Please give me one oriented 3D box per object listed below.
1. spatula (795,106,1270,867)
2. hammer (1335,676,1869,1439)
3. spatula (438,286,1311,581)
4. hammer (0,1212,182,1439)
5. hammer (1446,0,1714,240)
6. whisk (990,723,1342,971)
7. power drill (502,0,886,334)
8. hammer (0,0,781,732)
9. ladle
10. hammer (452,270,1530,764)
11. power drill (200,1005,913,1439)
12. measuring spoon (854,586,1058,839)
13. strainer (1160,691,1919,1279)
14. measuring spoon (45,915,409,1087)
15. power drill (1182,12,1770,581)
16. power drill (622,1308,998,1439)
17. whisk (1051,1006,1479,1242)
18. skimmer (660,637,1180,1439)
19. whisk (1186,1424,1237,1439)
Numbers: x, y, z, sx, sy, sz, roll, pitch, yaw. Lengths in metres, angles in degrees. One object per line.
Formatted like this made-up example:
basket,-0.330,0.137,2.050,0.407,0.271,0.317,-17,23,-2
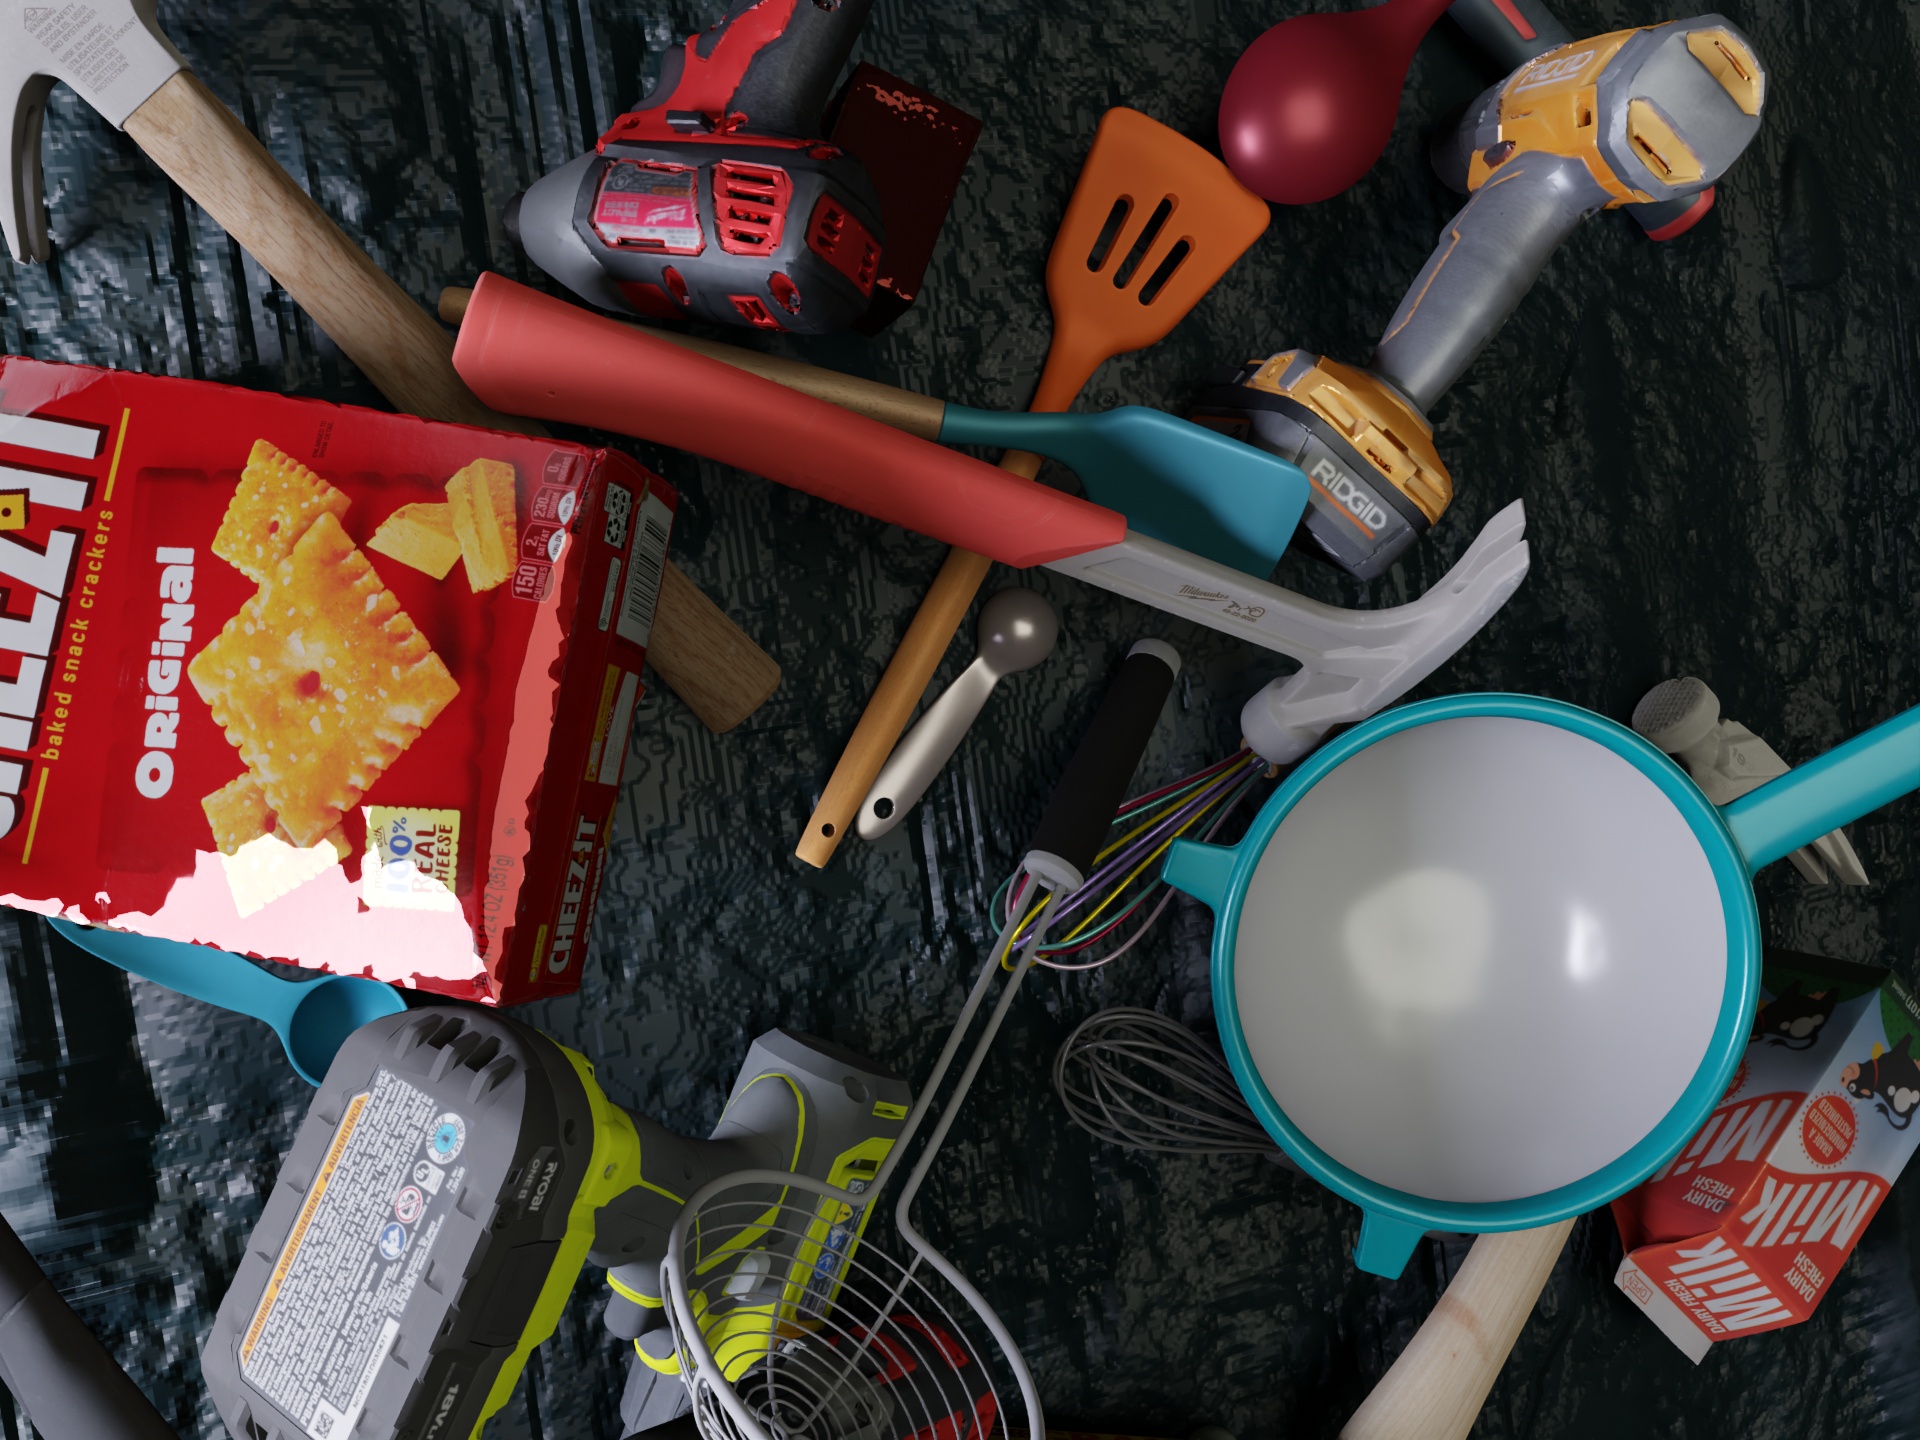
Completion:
spatula,0.017,-0.087,0.630,0.081,0.041,0.323,30,81,-13
hammer,0.282,0.182,0.709,0.146,0.038,0.411,41,71,-17
spatula,-0.033,-0.110,0.584,0.317,0.082,0.044,12,53,-7
hammer,-0.278,0.188,0.485,0.146,0.035,0.334,-25,102,20
hammer,0.189,-0.341,0.694,0.386,0.038,0.143,39,79,-16
whisk,0.108,0.029,0.669,0.245,0.051,0.047,-35,123,-21
power drill,-0.079,-0.245,0.553,0.078,0.143,0.220,21,81,-64
hammer,-0.187,-0.119,0.548,0.130,0.031,0.331,-42,109,3
ladle,0.221,-0.323,0.671,0.315,0.031,0.069,-44,103,-18
hammer,0.010,-0.079,0.549,0.359,0.149,0.037,18,53,-16
power drill,-0.115,0.188,0.513,0.228,0.080,0.190,34,77,-58
measuring spoon,-0.001,-0.002,0.635,0.034,0.018,0.124,40,78,-16
strainer,0.258,0.062,0.650,0.340,0.095,0.211,-27,94,1
measuring spoon,-0.250,0.088,0.548,0.128,0.021,0.042,27,84,-9
power drill,0.190,-0.176,0.645,0.084,0.185,0.226,38,97,-17
power drill,-0.083,0.306,0.513,0.187,0.080,0.226,17,98,-60
whisk,0.136,0.180,0.673,0.238,0.055,0.055,28,81,-23
skimmer,0.022,0.087,0.534,0.127,0.090,0.363,34,54,-6
whisk,0.170,0.401,0.687,0.058,0.059,0.246,-34,98,11
